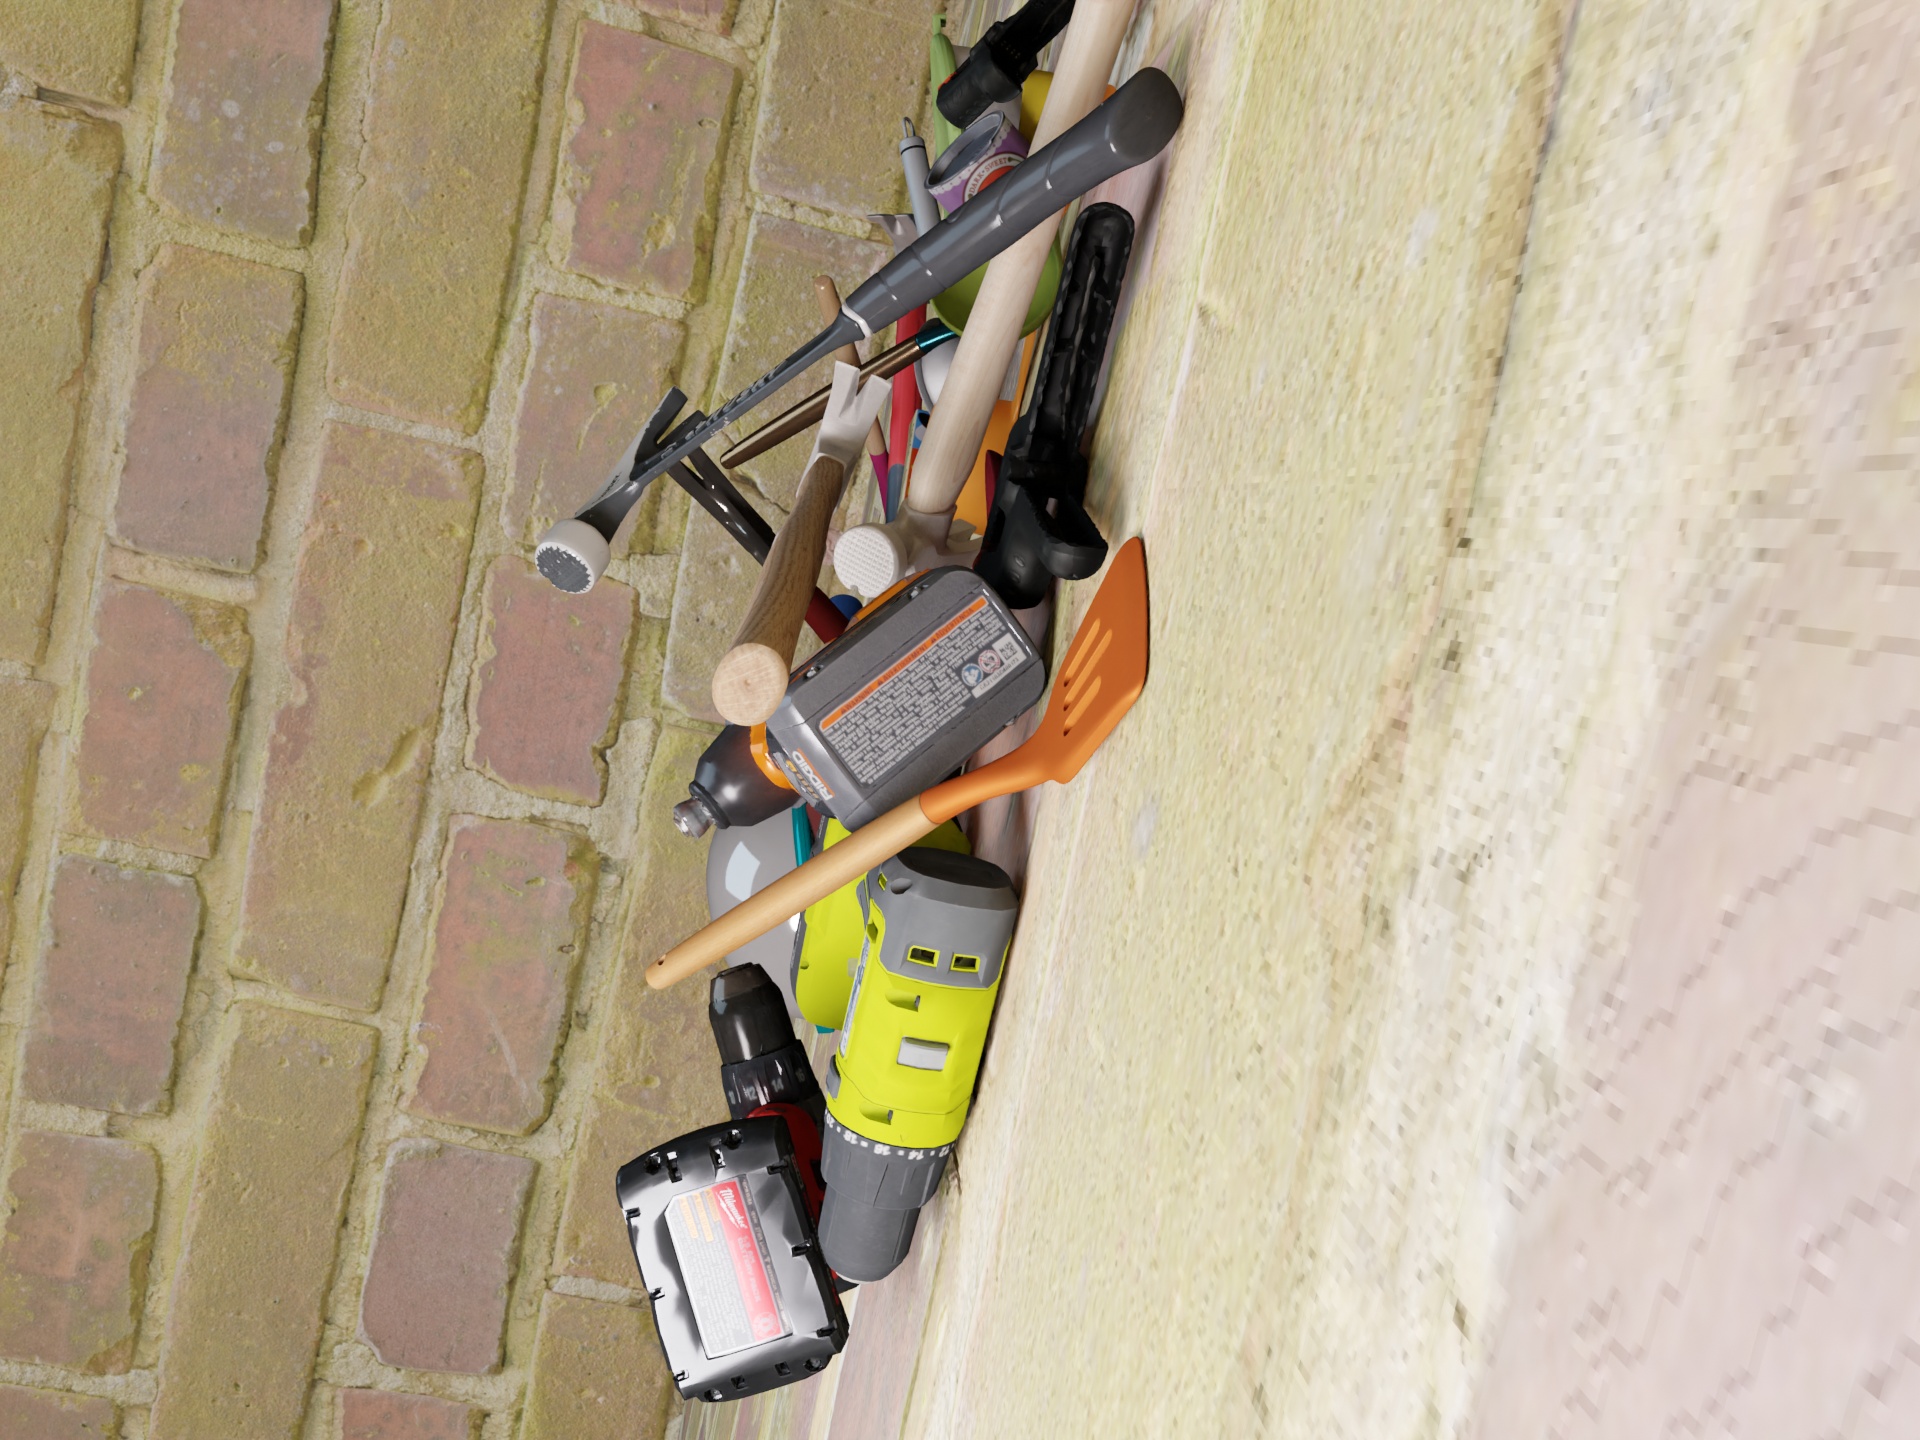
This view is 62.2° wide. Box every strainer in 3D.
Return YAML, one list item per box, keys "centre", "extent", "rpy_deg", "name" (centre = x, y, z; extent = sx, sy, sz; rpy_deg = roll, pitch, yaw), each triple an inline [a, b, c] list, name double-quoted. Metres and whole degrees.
- centre: [-0.136, 0.140, 1.254]
  extent: [0.340, 0.095, 0.211]
  rpy_deg: [76, -176, -84]
  name: "strainer"
- centre: [-0.012, -0.311, 1.133]
  extent: [0.050, 0.086, 0.258]
  rpy_deg: [-17, 82, 35]
  name: "strainer"
- centre: [0.023, -0.390, 1.206]
  extent: [0.256, 0.069, 0.152]
  rpy_deg: [83, 178, -47]
  name: "strainer"

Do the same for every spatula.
- centre: [-0.053, -0.253, 1.083]
  extent: [0.317, 0.044, 0.082]
  rpy_deg: [-25, 38, 29]
  name: "spatula"
- centre: [-0.035, 0.041, 0.647]
  extent: [0.322, 0.041, 0.081]
  rpy_deg: [-33, 35, 33]
  name: "spatula"

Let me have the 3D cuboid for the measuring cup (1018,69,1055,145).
- centre: [0.052, -0.366, 1.073]
  extent: [0.156, 0.029, 0.062]
  rpy_deg: [90, -175, -59]
  name: "measuring cup"

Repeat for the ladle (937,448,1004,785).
- centre: [-0.001, -0.003, 0.898]
  extent: [0.069, 0.031, 0.315]
  rpy_deg: [-98, 18, -58]
  name: "ladle"

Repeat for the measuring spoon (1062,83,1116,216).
- centre: [0.053, -0.283, 0.848]
  extent: [0.011, 0.021, 0.117]
  rpy_deg: [-89, 25, -56]
  name: "measuring spoon"

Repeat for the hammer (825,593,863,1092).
- centre: [-0.074, 0.066, 1.088]
  extent: [0.406, 0.035, 0.144]
  rpy_deg: [-98, 14, -45]
  name: "hammer"

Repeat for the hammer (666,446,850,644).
- centre: [-0.097, -0.075, 1.078]
  extent: [0.036, 0.149, 0.359]
  rpy_deg: [-43, 38, 0]
  name: "hammer"

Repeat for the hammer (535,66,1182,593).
- centre: [-0.059, -0.189, 0.775]
  extent: [0.409, 0.036, 0.149]
  rpy_deg: [-24, 30, 40]
  name: "hammer"

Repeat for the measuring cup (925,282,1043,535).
- centre: [0.010, -0.197, 0.989]
  extent: [0.095, 0.052, 0.173]
  rpy_deg: [-88, 10, -50]
  name: "measuring cup"

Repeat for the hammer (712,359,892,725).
- centre: [-0.075, -0.083, 0.753]
  extent: [0.331, 0.031, 0.130]
  rpy_deg: [-87, 19, -66]
  name: "hammer"

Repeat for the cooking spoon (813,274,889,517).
- centre: [-0.070, -0.227, 1.232]
  extent: [0.318, 0.017, 0.069]
  rpy_deg: [72, -158, -60]
  name: "cooking spoon"

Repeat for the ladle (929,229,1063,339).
- centre: [0.059, -0.344, 0.838]
  extent: [0.062, 0.078, 0.320]
  rpy_deg: [-45, -17, -50]
  name: "ladle"

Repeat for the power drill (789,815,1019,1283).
- centre: [-0.035, 0.134, 0.764]
  extent: [0.229, 0.080, 0.190]
  rpy_deg: [-121, 43, -75]
  name: "power drill"

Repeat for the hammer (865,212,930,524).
- centre: [-0.047, -0.184, 1.209]
  extent: [0.143, 0.038, 0.386]
  rpy_deg: [16, -104, -78]
  name: "hammer"

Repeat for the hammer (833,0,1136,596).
- centre: [0.041, -0.259, 0.810]
  extent: [0.146, 0.038, 0.410]
  rpy_deg: [-28, -38, -60]
  name: "hammer"

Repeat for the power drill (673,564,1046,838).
- centre: [-0.063, 0.004, 0.788]
  extent: [0.164, 0.084, 0.226]
  rpy_deg: [-39, 9, -16]
  name: "power drill"

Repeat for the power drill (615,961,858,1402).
- centre: [-0.104, 0.224, 0.813]
  extent: [0.226, 0.080, 0.188]
  rpy_deg: [43, -150, -86]
  name: "power drill"
